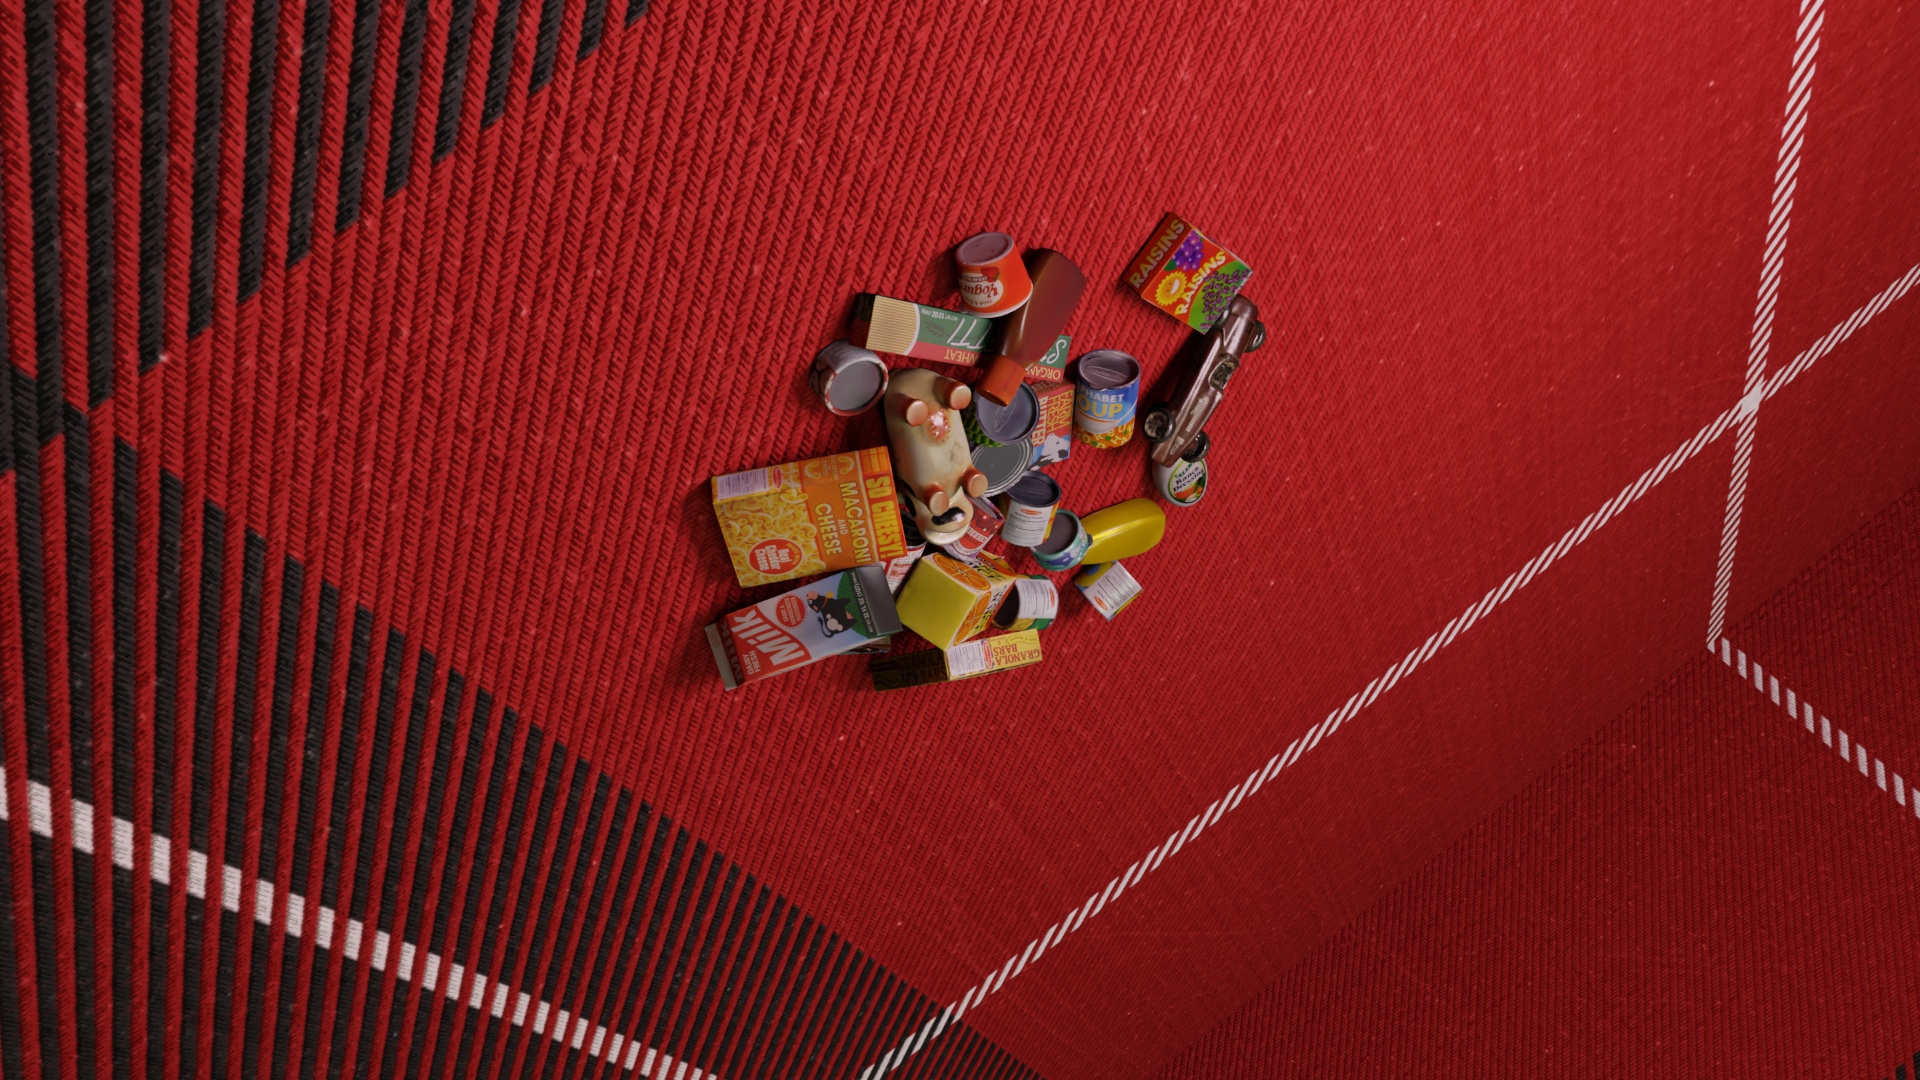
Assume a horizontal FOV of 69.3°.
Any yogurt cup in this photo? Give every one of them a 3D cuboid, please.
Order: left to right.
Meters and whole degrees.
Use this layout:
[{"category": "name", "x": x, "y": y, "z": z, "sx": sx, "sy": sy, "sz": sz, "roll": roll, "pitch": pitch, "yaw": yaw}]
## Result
[{"category": "yogurt cup", "x": 0.028, "y": -0.244, "z": 1.265, "sx": 0.072, "sy": 0.072, "sz": 0.053, "roll": -29, "pitch": 133, "yaw": -12}]

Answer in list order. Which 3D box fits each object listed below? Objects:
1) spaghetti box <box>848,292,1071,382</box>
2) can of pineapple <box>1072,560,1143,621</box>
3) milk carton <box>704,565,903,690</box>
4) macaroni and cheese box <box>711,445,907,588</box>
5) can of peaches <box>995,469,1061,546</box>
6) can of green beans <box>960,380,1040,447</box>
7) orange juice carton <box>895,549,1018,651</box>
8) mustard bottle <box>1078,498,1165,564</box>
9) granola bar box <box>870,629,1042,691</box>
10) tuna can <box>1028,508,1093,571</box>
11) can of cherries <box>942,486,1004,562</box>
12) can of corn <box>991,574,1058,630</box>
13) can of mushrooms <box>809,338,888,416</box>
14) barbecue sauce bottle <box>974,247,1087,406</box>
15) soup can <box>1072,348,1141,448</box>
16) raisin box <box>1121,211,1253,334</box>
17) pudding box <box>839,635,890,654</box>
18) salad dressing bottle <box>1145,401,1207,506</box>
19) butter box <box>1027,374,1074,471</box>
[{"category": "spaghetti box", "x": 0.006, "y": -0.190, "z": 1.316, "sx": 0.250, "sy": 0.029, "sz": 0.050, "roll": 4, "pitch": 102, "yaw": -40}, {"category": "can of pineapple", "x": 0.178, "y": 0.054, "z": 1.676, "sx": 0.058, "sy": 0.071, "sz": 0.071, "roll": -42, "pitch": 141, "yaw": 4}, {"category": "milk carton", "x": -0.163, "y": 0.089, "z": 1.385, "sx": 0.190, "sy": 0.072, "sz": 0.073, "roll": -21, "pitch": 174, "yaw": 16}, {"category": "macaroni and cheese box", "x": -0.142, "y": -0.022, "z": 1.326, "sx": 0.166, "sy": 0.040, "sz": 0.123, "roll": -11, "pitch": 138, "yaw": -3}, {"category": "can of peaches", "x": 0.071, "y": -0.037, "z": 1.501, "sx": 0.071, "sy": 0.071, "sz": 0.057, "roll": -13, "pitch": 136, "yaw": -29}, {"category": "can of green beans", "x": 0.039, "y": -0.126, "z": 1.371, "sx": 0.071, "sy": 0.058, "sz": 0.071, "roll": 0, "pitch": 90, "yaw": -16}, {"category": "orange juice carton", "x": 0.002, "y": 0.056, "z": 1.490, "sx": 0.071, "sy": 0.073, "sz": 0.193, "roll": -60, "pitch": 167, "yaw": 14}, {"category": "mustard bottle", "x": 0.162, "y": -0.005, "z": 1.617, "sx": 0.161, "sy": 0.049, "sz": 0.065, "roll": -15, "pitch": 136, "yaw": -26}, {"category": "granola bar box", "x": -0.007, "y": 0.135, "z": 1.549, "sx": 0.124, "sy": 0.039, "sz": 0.165, "roll": -8, "pitch": 175, "yaw": -33}, {"category": "tuna can", "x": 0.111, "y": -0.002, "z": 1.563, "sx": 0.071, "sy": 0.071, "sz": 0.032, "roll": -37, "pitch": 141, "yaw": -2}, {"category": "can of cherries", "x": 0.005, "y": -0.018, "z": 1.461, "sx": 0.058, "sy": 0.072, "sz": 0.071, "roll": -50, "pitch": 140, "yaw": 13}, {"category": "can of corn", "x": 0.068, "y": 0.072, "z": 1.607, "sx": 0.058, "sy": 0.071, "sz": 0.071, "roll": 3, "pitch": 126, "yaw": -39}, {"category": "can of mushrooms", "x": -0.102, "y": -0.148, "z": 1.280, "sx": 0.071, "sy": 0.033, "sz": 0.070, "roll": -22, "pitch": 138, "yaw": -21}, {"category": "barbecue sauce bottle", "x": 0.063, "y": -0.198, "z": 1.311, "sx": 0.065, "sy": 0.044, "sz": 0.148, "roll": 35, "pitch": 80, "yaw": -43}, {"category": "soup can", "x": 0.151, "y": -0.146, "z": 1.452, "sx": 0.071, "sy": 0.071, "sz": 0.083, "roll": -21, "pitch": 138, "yaw": -21}, {"category": "raisin box", "x": 0.232, "y": -0.272, "z": 1.418, "sx": 0.123, "sy": 0.040, "sz": 0.086, "roll": 17, "pitch": 117, "yaw": -48}, {"category": "pudding box", "x": -0.118, "y": 0.104, "z": 1.478, "sx": 0.050, "sy": 0.083, "sz": 0.030, "roll": 15, "pitch": 73, "yaw": -44}, {"category": "salad dressing bottle", "x": 0.245, "y": -0.099, "z": 1.593, "sx": 0.064, "sy": 0.044, "sz": 0.147, "roll": -35, "pitch": 139, "yaw": -5}, {"category": "butter box", "x": 0.091, "y": -0.124, "z": 1.463, "sx": 0.053, "sy": 0.024, "sz": 0.103, "roll": -22, "pitch": 139, "yaw": -21}]
